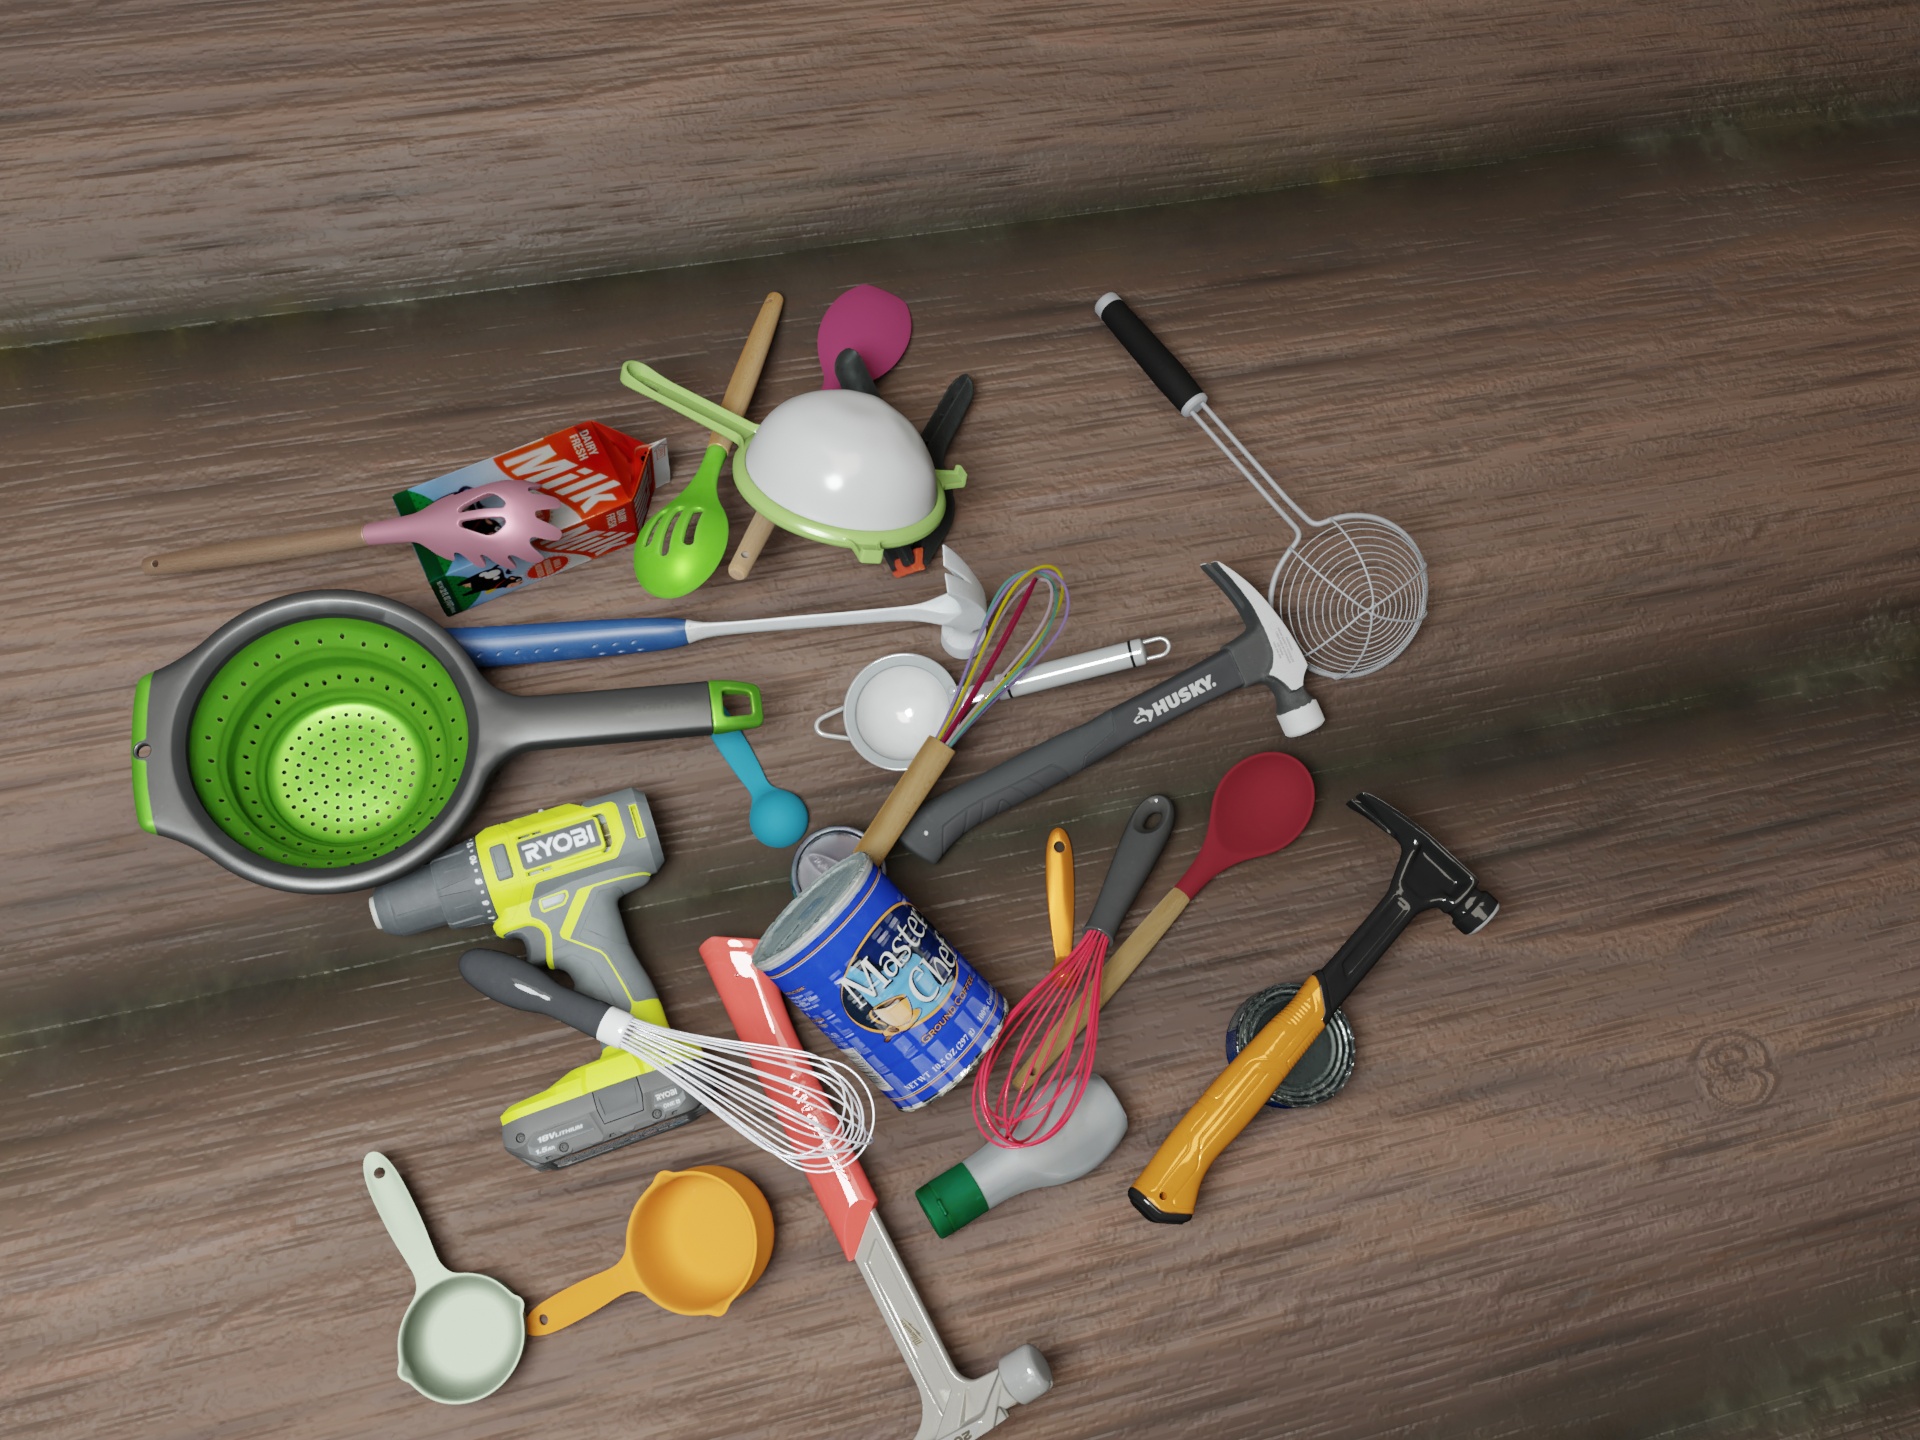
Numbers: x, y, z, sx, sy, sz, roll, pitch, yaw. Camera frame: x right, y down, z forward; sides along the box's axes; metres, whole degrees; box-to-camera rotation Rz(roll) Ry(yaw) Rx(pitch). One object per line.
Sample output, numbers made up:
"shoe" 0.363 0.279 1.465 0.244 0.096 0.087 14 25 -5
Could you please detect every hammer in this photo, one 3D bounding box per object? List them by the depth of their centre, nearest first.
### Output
"hammer" -0.088 0.305 1.041 0.149 0.036 0.359 -33 73 9
"hammer" 0.226 0.203 1.092 0.127 0.034 0.337 43 72 5
"hammer" -0.182 -0.067 1.119 0.405 0.144 0.035 -5 73 -2
"hammer" 0.097 0.008 1.159 0.335 0.035 0.146 -27 96 -11

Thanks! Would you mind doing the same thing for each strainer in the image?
"strainer" -0.122 -0.209 1.095 0.256 0.069 0.151 28 39 11
"strainer" 0.024 -0.021 1.134 0.258 0.050 0.087 -14 76 12

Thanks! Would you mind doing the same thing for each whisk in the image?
"whisk" -0.183 0.202 0.981 0.284 0.070 0.070 22 71 8
"whisk" 0.087 0.165 1.091 0.073 0.073 0.296 29 57 2
"whisk" -0.003 -0.005 1.094 0.051 0.047 0.245 33 88 14

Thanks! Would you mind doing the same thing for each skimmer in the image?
"skimmer" 0.223 -0.193 1.251 0.127 0.090 0.363 -37 70 3

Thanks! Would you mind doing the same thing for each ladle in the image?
"ladle" 0.144 0.144 1.140 0.069 0.031 0.315 41 74 8

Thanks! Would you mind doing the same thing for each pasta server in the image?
"pasta server" -0.423 -0.122 1.088 0.316 0.040 0.060 -5 82 16

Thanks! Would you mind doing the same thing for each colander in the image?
"colander" -0.336 0.016 1.081 0.397 0.094 0.205 -5 74 -14

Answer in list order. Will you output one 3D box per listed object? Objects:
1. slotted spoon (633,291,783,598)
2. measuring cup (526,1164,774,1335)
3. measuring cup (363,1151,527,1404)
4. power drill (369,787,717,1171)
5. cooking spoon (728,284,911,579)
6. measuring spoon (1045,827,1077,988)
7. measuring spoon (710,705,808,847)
"slotted spoon" -0.173 -0.213 1.158 0.070 0.031 0.314 -2 50 17
"measuring cup" -0.199 0.350 1.024 0.173 0.052 0.095 -30 77 10
"measuring cup" -0.333 0.349 1.007 0.083 0.038 0.168 -29 77 -15
"power drill" -0.271 0.172 1.049 0.190 0.080 0.229 -17 74 -13
"cooking spoon" -0.106 -0.222 1.182 0.068 0.017 0.319 23 56 -3
"measuring spoon" 0.073 0.133 1.141 0.021 0.011 0.117 1 73 -8
"measuring spoon" -0.152 0.032 1.135 0.042 0.021 0.129 -31 81 -16
